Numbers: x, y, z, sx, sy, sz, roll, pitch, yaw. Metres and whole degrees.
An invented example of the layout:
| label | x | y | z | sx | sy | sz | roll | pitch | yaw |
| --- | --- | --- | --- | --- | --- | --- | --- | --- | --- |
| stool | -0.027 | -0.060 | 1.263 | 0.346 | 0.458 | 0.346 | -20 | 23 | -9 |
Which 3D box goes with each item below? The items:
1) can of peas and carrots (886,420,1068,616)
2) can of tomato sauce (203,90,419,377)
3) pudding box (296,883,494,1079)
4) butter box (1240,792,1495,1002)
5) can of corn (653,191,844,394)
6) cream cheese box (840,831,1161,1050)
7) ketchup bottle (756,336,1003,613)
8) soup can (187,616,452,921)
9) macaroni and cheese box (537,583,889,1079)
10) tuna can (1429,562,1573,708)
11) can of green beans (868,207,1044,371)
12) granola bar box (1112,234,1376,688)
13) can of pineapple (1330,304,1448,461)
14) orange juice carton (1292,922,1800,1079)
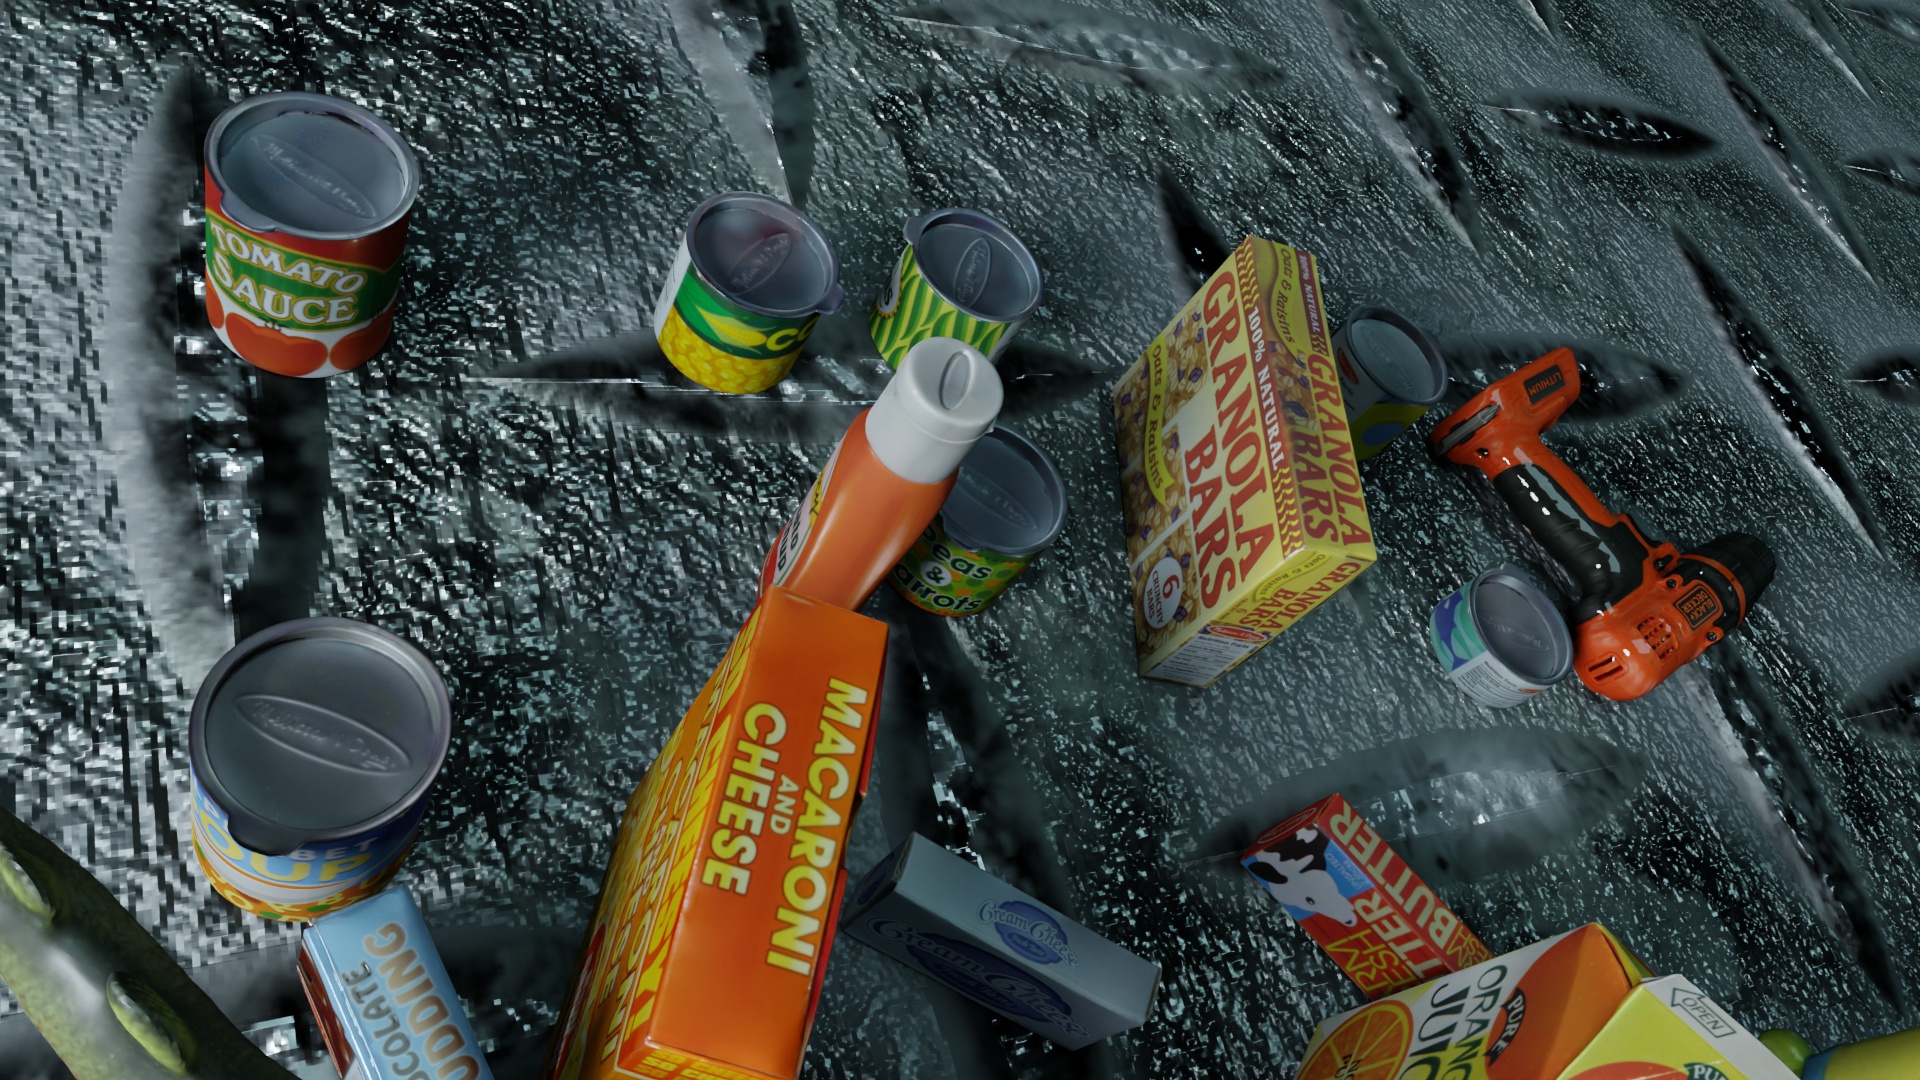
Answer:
| label | x | y | z | sx | sy | sz | roll | pitch | yaw |
| --- | --- | --- | --- | --- | --- | --- | --- | --- | --- |
| can of peas and carrots | 0.002 | -0.007 | 0.584 | 0.071 | 0.058 | 0.071 | 14 | 55 | -20 |
| can of tomato sauce | -0.237 | -0.107 | 0.503 | 0.071 | 0.082 | 0.071 | 14 | 55 | -21 |
| pudding box | -0.161 | 0.147 | 0.401 | 0.030 | 0.049 | 0.084 | -20 | 71 | -36 |
| butter box | 0.171 | 0.156 | 0.574 | 0.103 | 0.053 | 0.024 | 47 | 50 | 5 |
| can of corn | -0.091 | -0.104 | 0.596 | 0.071 | 0.058 | 0.071 | 14 | 55 | -20 |
| cream cheese box | 0.013 | 0.145 | 0.495 | 0.104 | 0.053 | 0.024 | 31 | 51 | -8 |
| ketchup bottle | -0.031 | -0.017 | 0.513 | 0.043 | 0.148 | 0.065 | 25 | 51 | -12 |
| soup can | -0.192 | 0.072 | 0.410 | 0.071 | 0.083 | 0.072 | 14 | 55 | -21 |
| macaroni and cheese box | -0.076 | 0.105 | 0.399 | 0.040 | 0.165 | 0.124 | 22 | 52 | -15 |
| tuna can | 0.277 | 0.048 | 0.715 | 0.071 | 0.032 | 0.071 | 14 | 55 | -20 |
| can of green beans | -0.003 | -0.112 | 0.649 | 0.071 | 0.057 | 0.071 | 14 | 55 | -20 |
| granola bar box | 0.121 | -0.034 | 0.623 | 0.039 | 0.123 | 0.166 | 13 | 55 | -21 |
| can of pineapple | 0.221 | -0.085 | 0.754 | 0.071 | 0.057 | 0.071 | 14 | 55 | -20 |
| orange juice carton | 0.192 | 0.193 | 0.470 | 0.072 | 0.191 | 0.073 | 42 | 50 | 1 |
